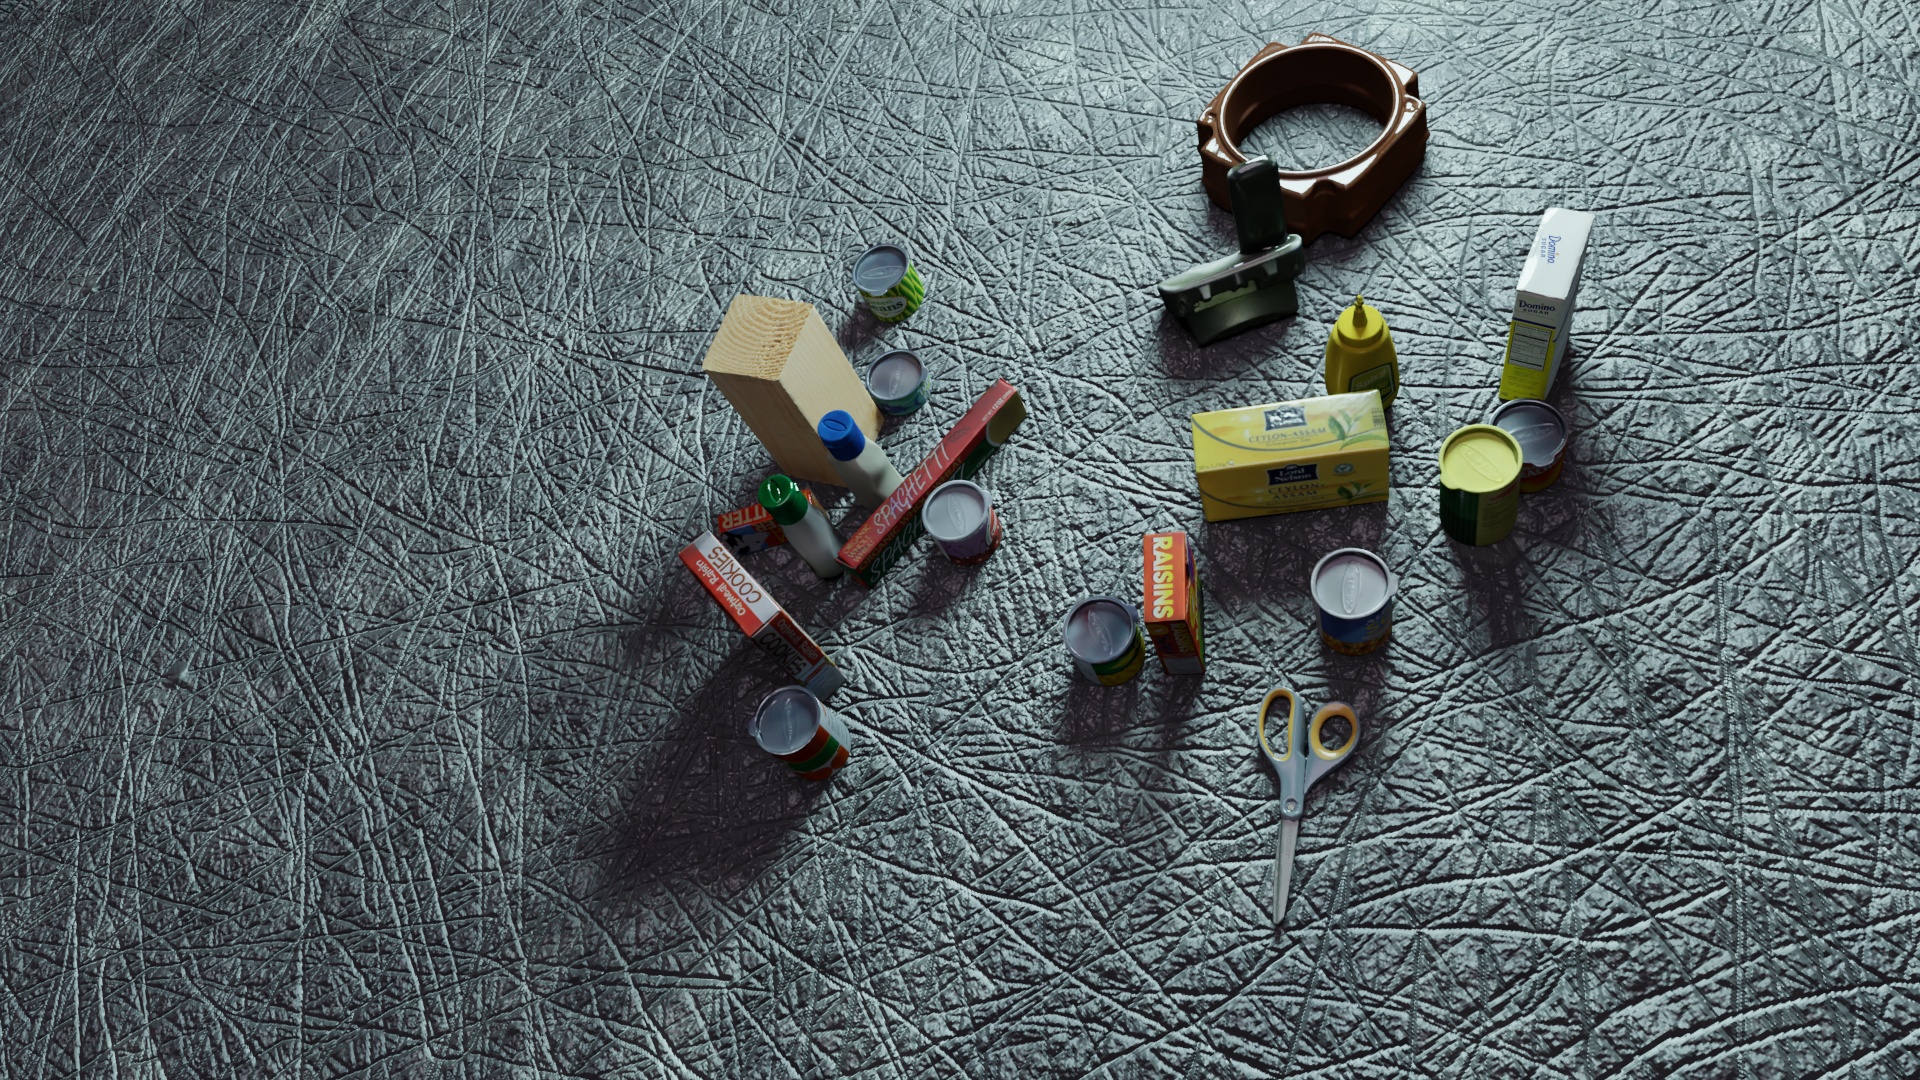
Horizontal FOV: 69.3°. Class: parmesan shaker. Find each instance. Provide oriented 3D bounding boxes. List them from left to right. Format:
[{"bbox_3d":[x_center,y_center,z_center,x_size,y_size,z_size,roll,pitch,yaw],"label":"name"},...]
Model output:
[{"bbox_3d":[0.446,-0.045,1.202,0.071,0.102,0.071,-8,61,14],"label":"parmesan shaker"}]

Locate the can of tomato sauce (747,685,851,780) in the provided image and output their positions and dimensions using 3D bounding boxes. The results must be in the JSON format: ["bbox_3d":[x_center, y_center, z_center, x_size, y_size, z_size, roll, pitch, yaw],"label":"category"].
[{"bbox_3d":[-0.147,0.180,1.286,0.071,0.083,0.071,-8,61,14],"label":"can of tomato sauce"}]

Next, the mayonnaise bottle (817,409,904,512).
[{"bbox_3d":[-0.097,-0.076,1.370,0.065,0.147,0.041,21,71,26],"label":"mayonnaise bottle"}]

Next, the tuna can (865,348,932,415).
[{"bbox_3d":[-0.063,-0.168,1.476,0.071,0.032,0.071,-8,61,14],"label":"tuna can"}]

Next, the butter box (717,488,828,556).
[{"bbox_3d":[-0.191,-0.018,1.425,0.103,0.053,0.024,-16,59,9],"label":"butter box"}]

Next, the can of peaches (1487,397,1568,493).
[{"bbox_3d":[0.501,-0.081,1.230,0.071,0.058,0.071,-8,61,14],"label":"can of peaches"}]

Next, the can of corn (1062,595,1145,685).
[{"bbox_3d":[0.133,0.090,1.258,0.071,0.058,0.071,-8,61,14],"label":"can of corn"}]

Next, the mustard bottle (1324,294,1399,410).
[{"bbox_3d":[0.363,-0.169,1.262,0.065,0.159,0.049,-23,58,6],"label":"mustard bottle"}]

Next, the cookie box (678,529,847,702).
[{"bbox_3d":[-0.185,0.074,1.306,0.040,0.167,0.123,-43,59,-7],"label":"cookie box"}]

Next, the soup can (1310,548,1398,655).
[{"bbox_3d":[0.340,0.054,1.194,0.071,0.083,0.071,-8,61,14],"label":"soup can"}]

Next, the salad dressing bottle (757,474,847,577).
[{"bbox_3d":[-0.152,-0.014,1.354,0.044,0.147,0.064,-26,58,4],"label":"salad dressing bottle"}]

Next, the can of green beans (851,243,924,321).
[{"bbox_3d":[-0.079,-0.283,1.529,0.071,0.057,0.071,-8,61,14],"label":"can of green beans"}]

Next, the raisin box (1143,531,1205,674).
[{"bbox_3d":[0.189,0.057,1.219,0.040,0.123,0.086,-4,62,16],"label":"raisin box"}]

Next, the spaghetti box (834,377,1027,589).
[{"bbox_3d":[-0.027,-0.057,1.394,0.029,0.050,0.250,36,78,30],"label":"spaghetti box"}]

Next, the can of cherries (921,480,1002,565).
[{"bbox_3d":[0.005,-0.017,1.357,0.071,0.058,0.072,-8,61,14],"label":"can of cherries"}]
